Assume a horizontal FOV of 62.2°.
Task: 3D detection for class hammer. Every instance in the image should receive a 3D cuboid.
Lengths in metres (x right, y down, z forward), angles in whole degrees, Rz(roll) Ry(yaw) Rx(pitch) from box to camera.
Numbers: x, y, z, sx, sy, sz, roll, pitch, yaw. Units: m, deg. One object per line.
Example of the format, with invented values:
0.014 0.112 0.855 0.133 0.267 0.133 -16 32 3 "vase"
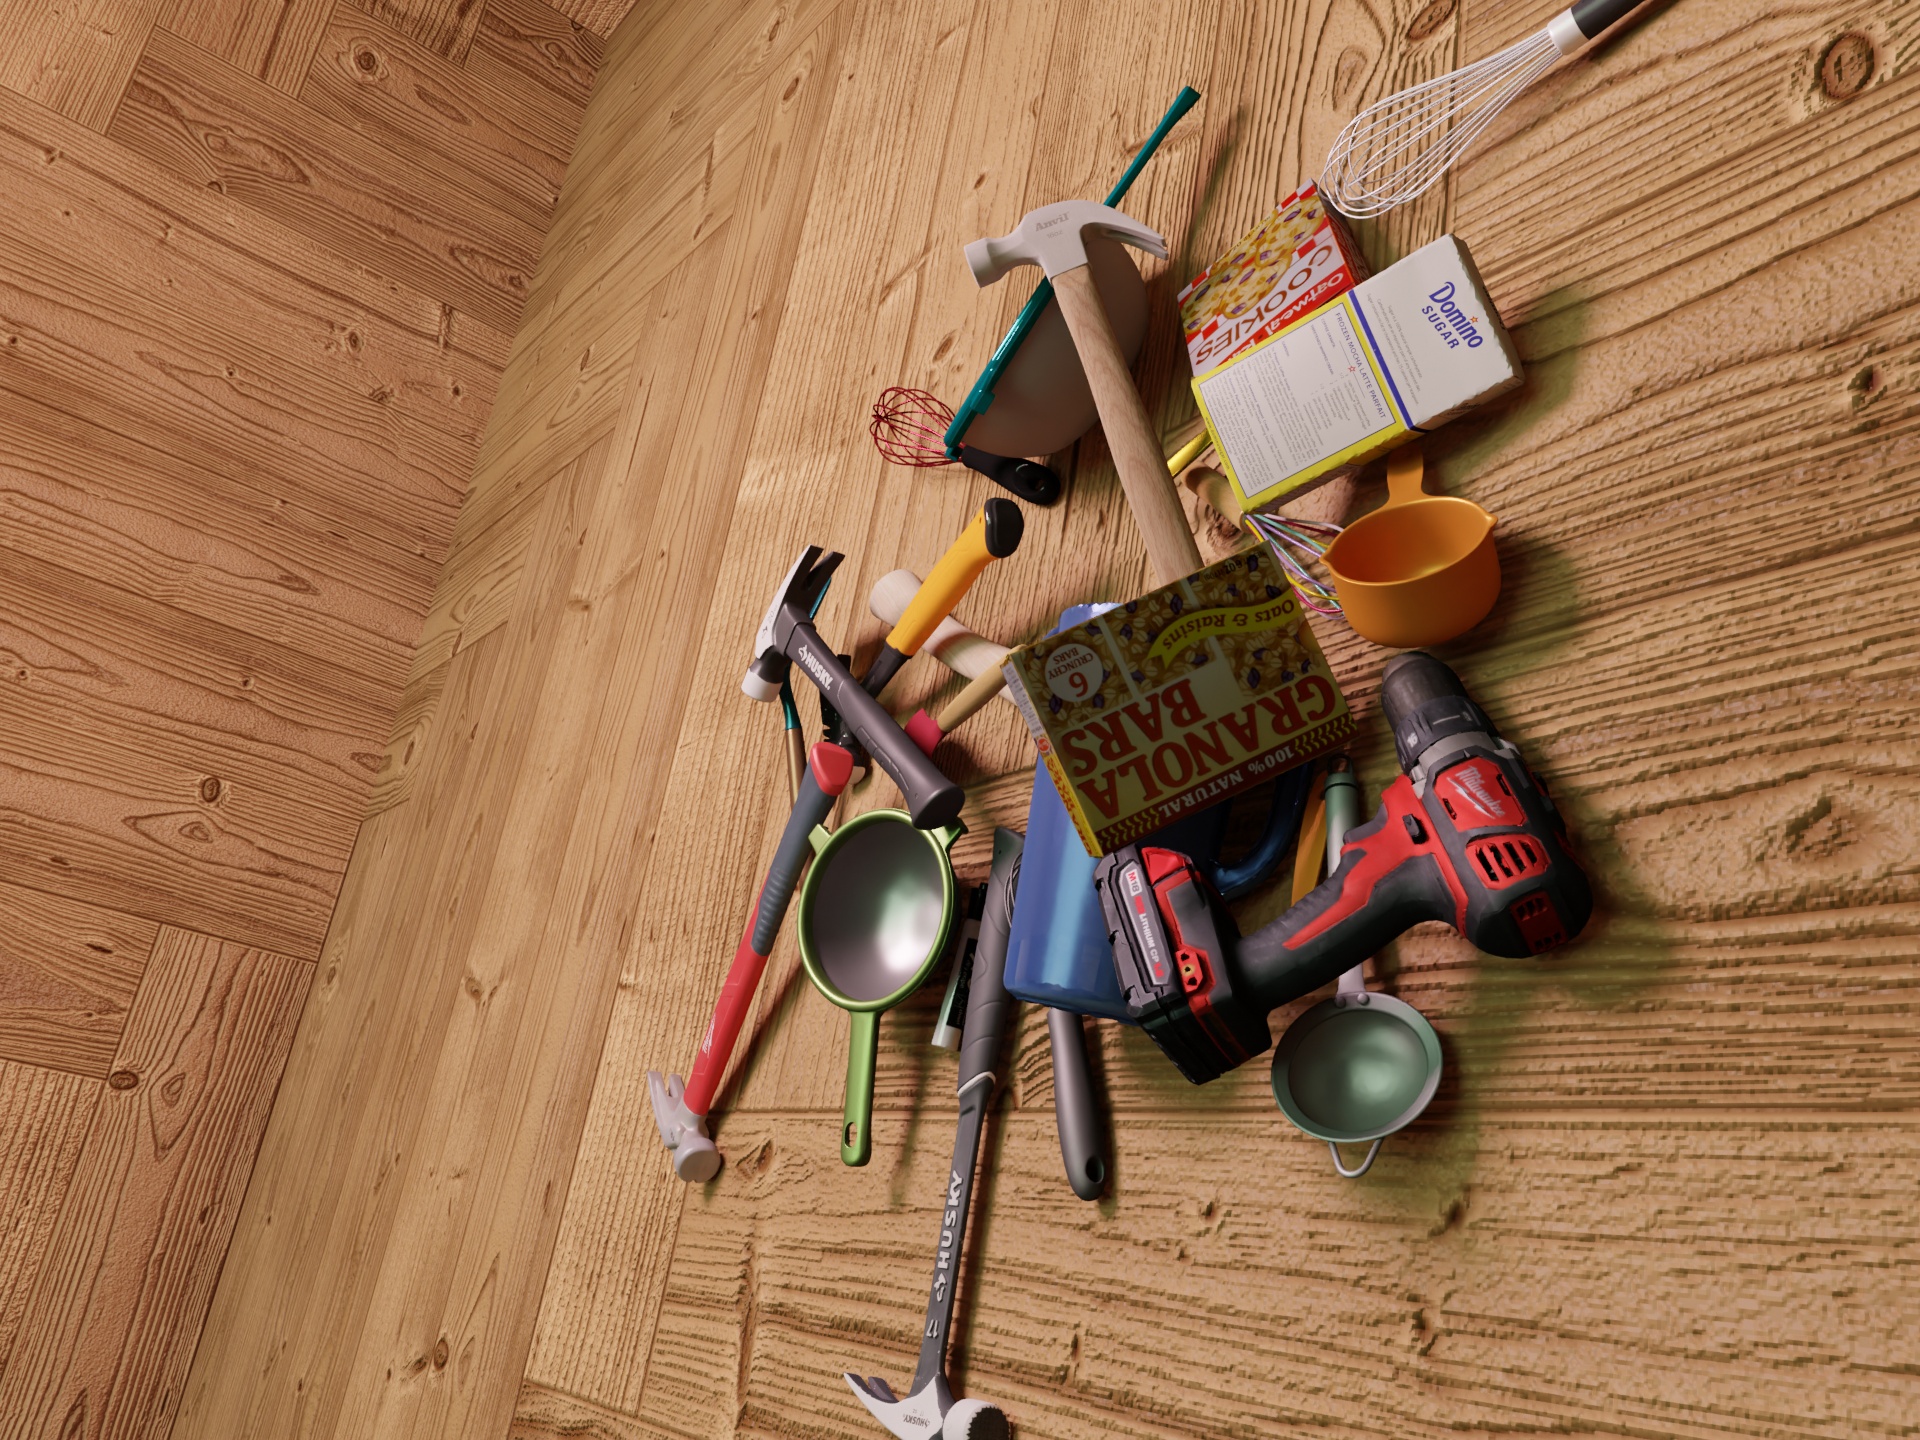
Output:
-0.179 0.190 1.346 0.386 0.038 0.143 -68 29 14 "hammer"
0.114 -0.200 1.068 0.130 0.031 0.331 -21 78 9 "hammer"
0.015 -0.038 1.247 0.411 0.038 0.146 35 101 59 "hammer"
-0.080 -0.017 1.229 0.335 0.035 0.146 46 117 51 "hammer"
-0.039 -0.077 1.276 0.336 0.034 0.127 -48 43 50 "hammer"
0.005 0.266 1.064 0.149 0.036 0.409 -20 54 52 "hammer"

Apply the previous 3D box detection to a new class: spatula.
-0.131 0.033 1.374 0.082 0.044 0.318 -30 63 59 "spatula"

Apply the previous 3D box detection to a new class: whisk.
0.339 -0.398 0.965 0.284 0.070 0.070 -28 48 40 "whisk"
0.064 0.187 1.013 0.055 0.055 0.239 -39 45 38 "whisk"
0.201 -0.122 1.018 0.047 0.051 0.245 -40 31 4 "whisk"
0.001 -0.234 1.381 0.296 0.073 0.073 35 101 52 "whisk"

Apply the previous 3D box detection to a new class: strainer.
0.116 -0.330 1.227 0.340 0.095 0.211 -56 4 -5 "strainer"
0.208 0.124 0.841 0.087 0.050 0.259 -11 51 24 "strainer"
-0.050 0.196 1.167 0.151 0.069 0.256 -7 72 38 "strainer"

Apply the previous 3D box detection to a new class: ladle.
-0.002 -0.004 1.145 0.315 0.031 0.069 137 133 -69 "ladle"

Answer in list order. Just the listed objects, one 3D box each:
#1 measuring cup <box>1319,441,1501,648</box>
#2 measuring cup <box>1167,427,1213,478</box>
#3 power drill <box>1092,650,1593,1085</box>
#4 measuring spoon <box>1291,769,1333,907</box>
0.258 -0.102 0.902 0.095 0.052 0.174 -12 30 22 "measuring cup"
0.185 -0.191 1.076 0.156 0.029 0.062 -39 29 31 "measuring cup"
0.187 0.069 0.821 0.226 0.080 0.188 -27 41 15 "power drill"
0.202 0.083 0.907 0.021 0.011 0.117 -15 55 54 "measuring spoon"
